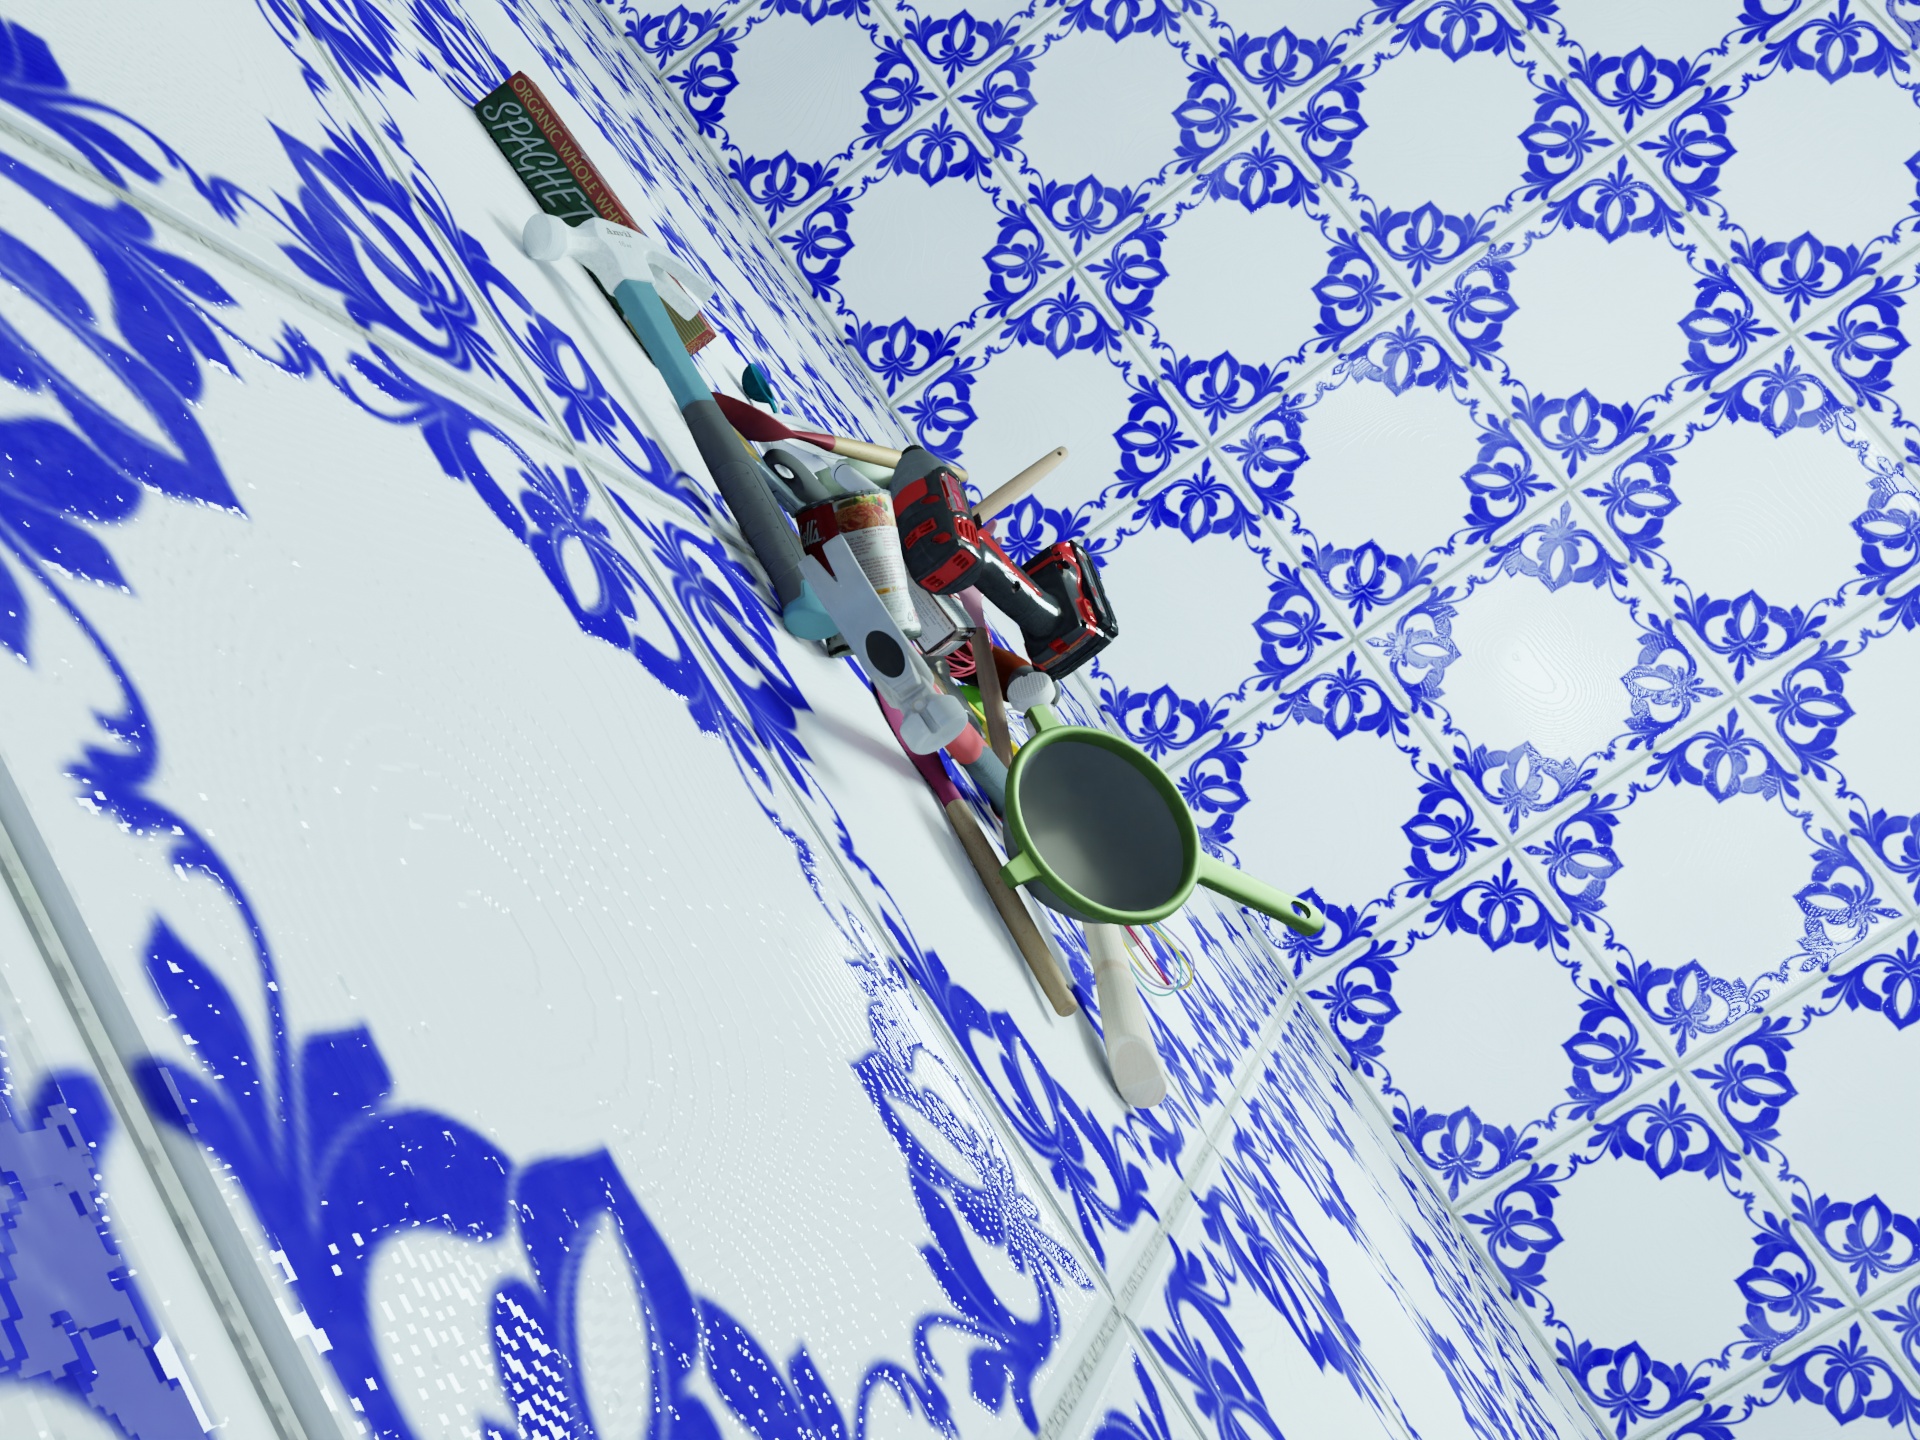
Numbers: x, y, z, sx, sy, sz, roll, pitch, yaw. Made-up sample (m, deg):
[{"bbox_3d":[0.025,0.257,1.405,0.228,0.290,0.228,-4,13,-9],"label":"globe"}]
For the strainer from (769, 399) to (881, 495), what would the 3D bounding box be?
[{"bbox_3d":[-0.111,-0.223,1.421,0.086,0.050,0.259,6,24,-37],"label":"strainer"}]

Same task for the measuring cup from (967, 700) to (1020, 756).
[{"bbox_3d":[-0.002,-0.004,1.396,0.156,0.029,0.062,43,7,5],"label":"measuring cup"}]

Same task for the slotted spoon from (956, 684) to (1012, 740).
[{"bbox_3d":[0.080,0.062,1.564,0.313,0.031,0.070,50,8,-39],"label":"slotted spoon"}]

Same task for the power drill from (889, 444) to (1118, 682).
[{"bbox_3d":[0.026,-0.133,1.298,0.219,0.078,0.143,31,31,-42],"label":"power drill"}]

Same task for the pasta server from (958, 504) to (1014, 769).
[{"bbox_3d":[0.022,-0.060,1.364,0.060,0.040,0.317,6,51,-22],"label":"pasta server"}]

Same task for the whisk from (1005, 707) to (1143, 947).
[{"bbox_3d":[0.097,0.098,1.445,0.246,0.059,0.058,60,-7,4],"label":"whisk"}]

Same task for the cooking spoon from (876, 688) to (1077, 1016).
[{"bbox_3d":[0.007,0.076,1.080,0.068,0.017,0.319,46,11,-47],"label":"cooking spoon"}]

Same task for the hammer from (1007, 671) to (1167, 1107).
[{"bbox_3d":[0.099,0.130,1.185,0.411,0.038,0.146,-101,168,-55],"label":"hammer"}]

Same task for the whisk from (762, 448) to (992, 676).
[{"bbox_3d":[-0.071,-0.137,1.404,0.295,0.073,0.073,43,12,-32],"label":"whisk"}]

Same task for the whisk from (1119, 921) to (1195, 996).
[{"bbox_3d":[0.117,0.149,1.389,0.245,0.051,0.047,49,-13,-9],"label":"whisk"}]

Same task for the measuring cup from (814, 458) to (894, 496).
[{"bbox_3d":[-0.097,-0.212,1.596,0.167,0.083,0.038,77,8,-62],"label":"measuring cup"}]

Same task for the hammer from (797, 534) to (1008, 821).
[{"bbox_3d":[-0.009,-0.001,1.089,0.143,0.038,0.386,56,2,20],"label":"hammer"}]

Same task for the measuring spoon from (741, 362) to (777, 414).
[{"bbox_3d":[-0.184,-0.288,1.548,0.129,0.021,0.042,65,10,12],"label":"measuring spoon"}]

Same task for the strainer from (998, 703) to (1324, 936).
[{"bbox_3d":[0.129,0.103,1.094,0.256,0.069,0.152,25,48,-17],"label":"strainer"}]

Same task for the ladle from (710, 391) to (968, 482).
[{"bbox_3d":[-0.097,-0.238,1.381,0.069,0.031,0.315,20,10,39],"label":"ladle"}]

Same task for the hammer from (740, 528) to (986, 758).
[{"bbox_3d":[-0.067,-0.066,1.211,0.331,0.031,0.130,44,13,-53],"label":"hammer"}]

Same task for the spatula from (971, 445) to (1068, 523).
[{"bbox_3d":[0.005,-0.176,1.412,0.060,0.018,0.316,48,51,2],"label":"spatula"}]

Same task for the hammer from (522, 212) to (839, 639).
[{"bbox_3d":[-0.169,-0.196,1.056,0.128,0.033,0.331,-12,68,-54],"label":"hammer"}]
